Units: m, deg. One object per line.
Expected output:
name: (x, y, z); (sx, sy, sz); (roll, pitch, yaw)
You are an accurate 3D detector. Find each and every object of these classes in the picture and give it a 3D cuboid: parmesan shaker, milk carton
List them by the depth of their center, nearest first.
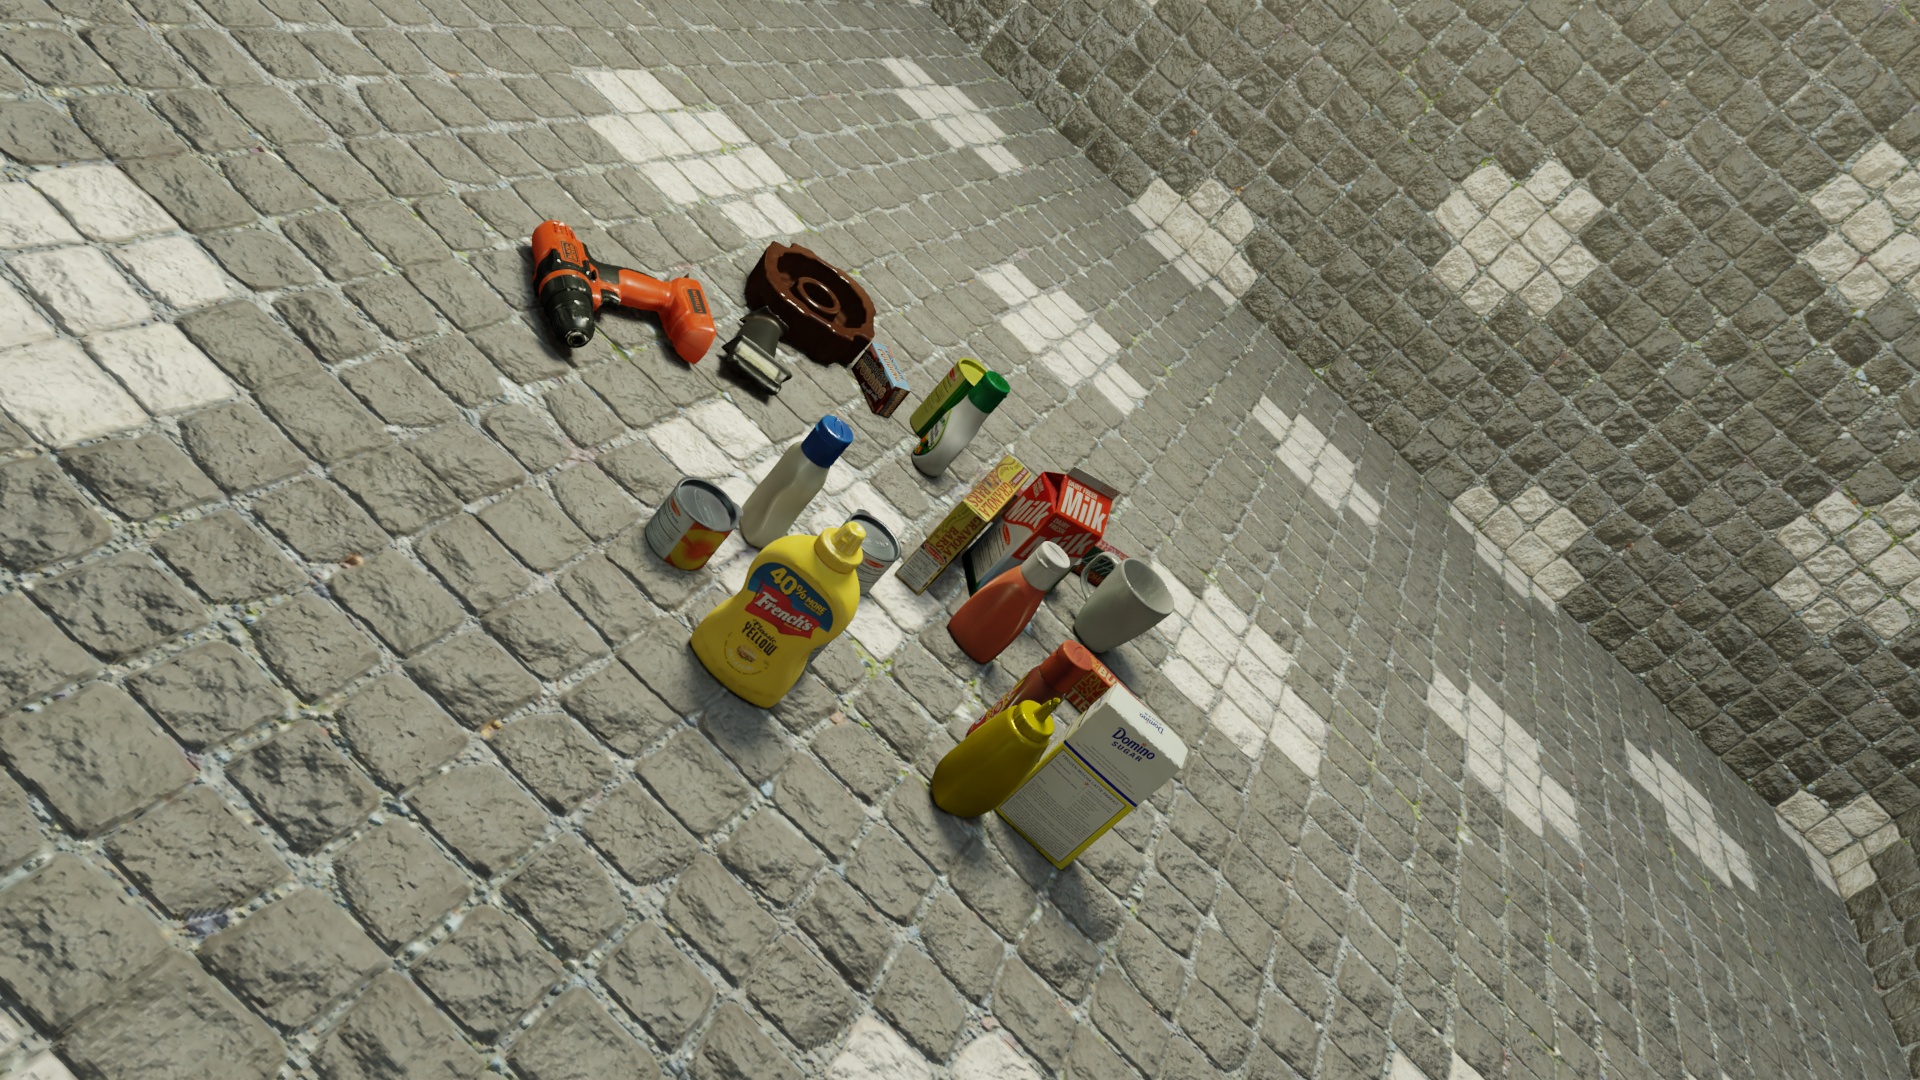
milk carton: (0.091, -0.006, 1.548); (0.072, 0.189, 0.074); (26, 32, -29)
parmesan shaker: (-0.007, -0.171, 1.742); (0.071, 0.102, 0.072); (32, 30, -21)

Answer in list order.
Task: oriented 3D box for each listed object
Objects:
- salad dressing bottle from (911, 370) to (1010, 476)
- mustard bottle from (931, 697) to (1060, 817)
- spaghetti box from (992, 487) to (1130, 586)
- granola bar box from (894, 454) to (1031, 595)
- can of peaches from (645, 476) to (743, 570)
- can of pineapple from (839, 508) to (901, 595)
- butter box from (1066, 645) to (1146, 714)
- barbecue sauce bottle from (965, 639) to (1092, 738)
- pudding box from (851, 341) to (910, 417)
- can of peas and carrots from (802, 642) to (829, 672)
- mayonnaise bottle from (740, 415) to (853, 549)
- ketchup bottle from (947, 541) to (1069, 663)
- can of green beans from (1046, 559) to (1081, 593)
salad dressing bottle: (0.001, -0.140, 1.662); (0.044, 0.147, 0.064); (33, 29, -18)
mustard bottle: (0.040, 0.188, 1.248); (0.065, 0.159, 0.049); (24, 33, -33)
spaghetti box: (0.144, 0.009, 1.743); (0.250, 0.050, 0.029); (32, 30, -20)
granola bar box: (0.005, -0.019, 1.526); (0.039, 0.123, 0.166); (43, 28, 0)
can of peaches: (-0.244, -0.015, 1.271); (0.071, 0.058, 0.071); (32, 30, -21)
can of pineapple: (-0.103, 0.013, 1.413); (0.071, 0.057, 0.071); (32, 30, -21)
butter box: (0.151, 0.170, 1.529); (0.103, 0.053, 0.024); (45, 28, 3)
barbecue sauce bottle: (0.067, 0.155, 1.340); (0.043, 0.148, 0.065); (42, 28, -2)
pudding box: (-0.098, -0.200, 1.721); (0.030, 0.049, 0.084); (14, 40, -43)
can of peas and carrots: (-0.151, 0.078, 1.262); (0.071, 0.058, 0.071); (32, 30, -21)
mayonnaise bottle: (-0.159, -0.058, 1.344); (0.041, 0.147, 0.065); (24, 33, -32)
ketchup bottle: (0.053, 0.062, 1.451); (0.065, 0.148, 0.044); (48, 28, 10)
can of green beans: (0.101, 0.022, 1.663); (0.071, 0.057, 0.071); (32, 30, -21)
